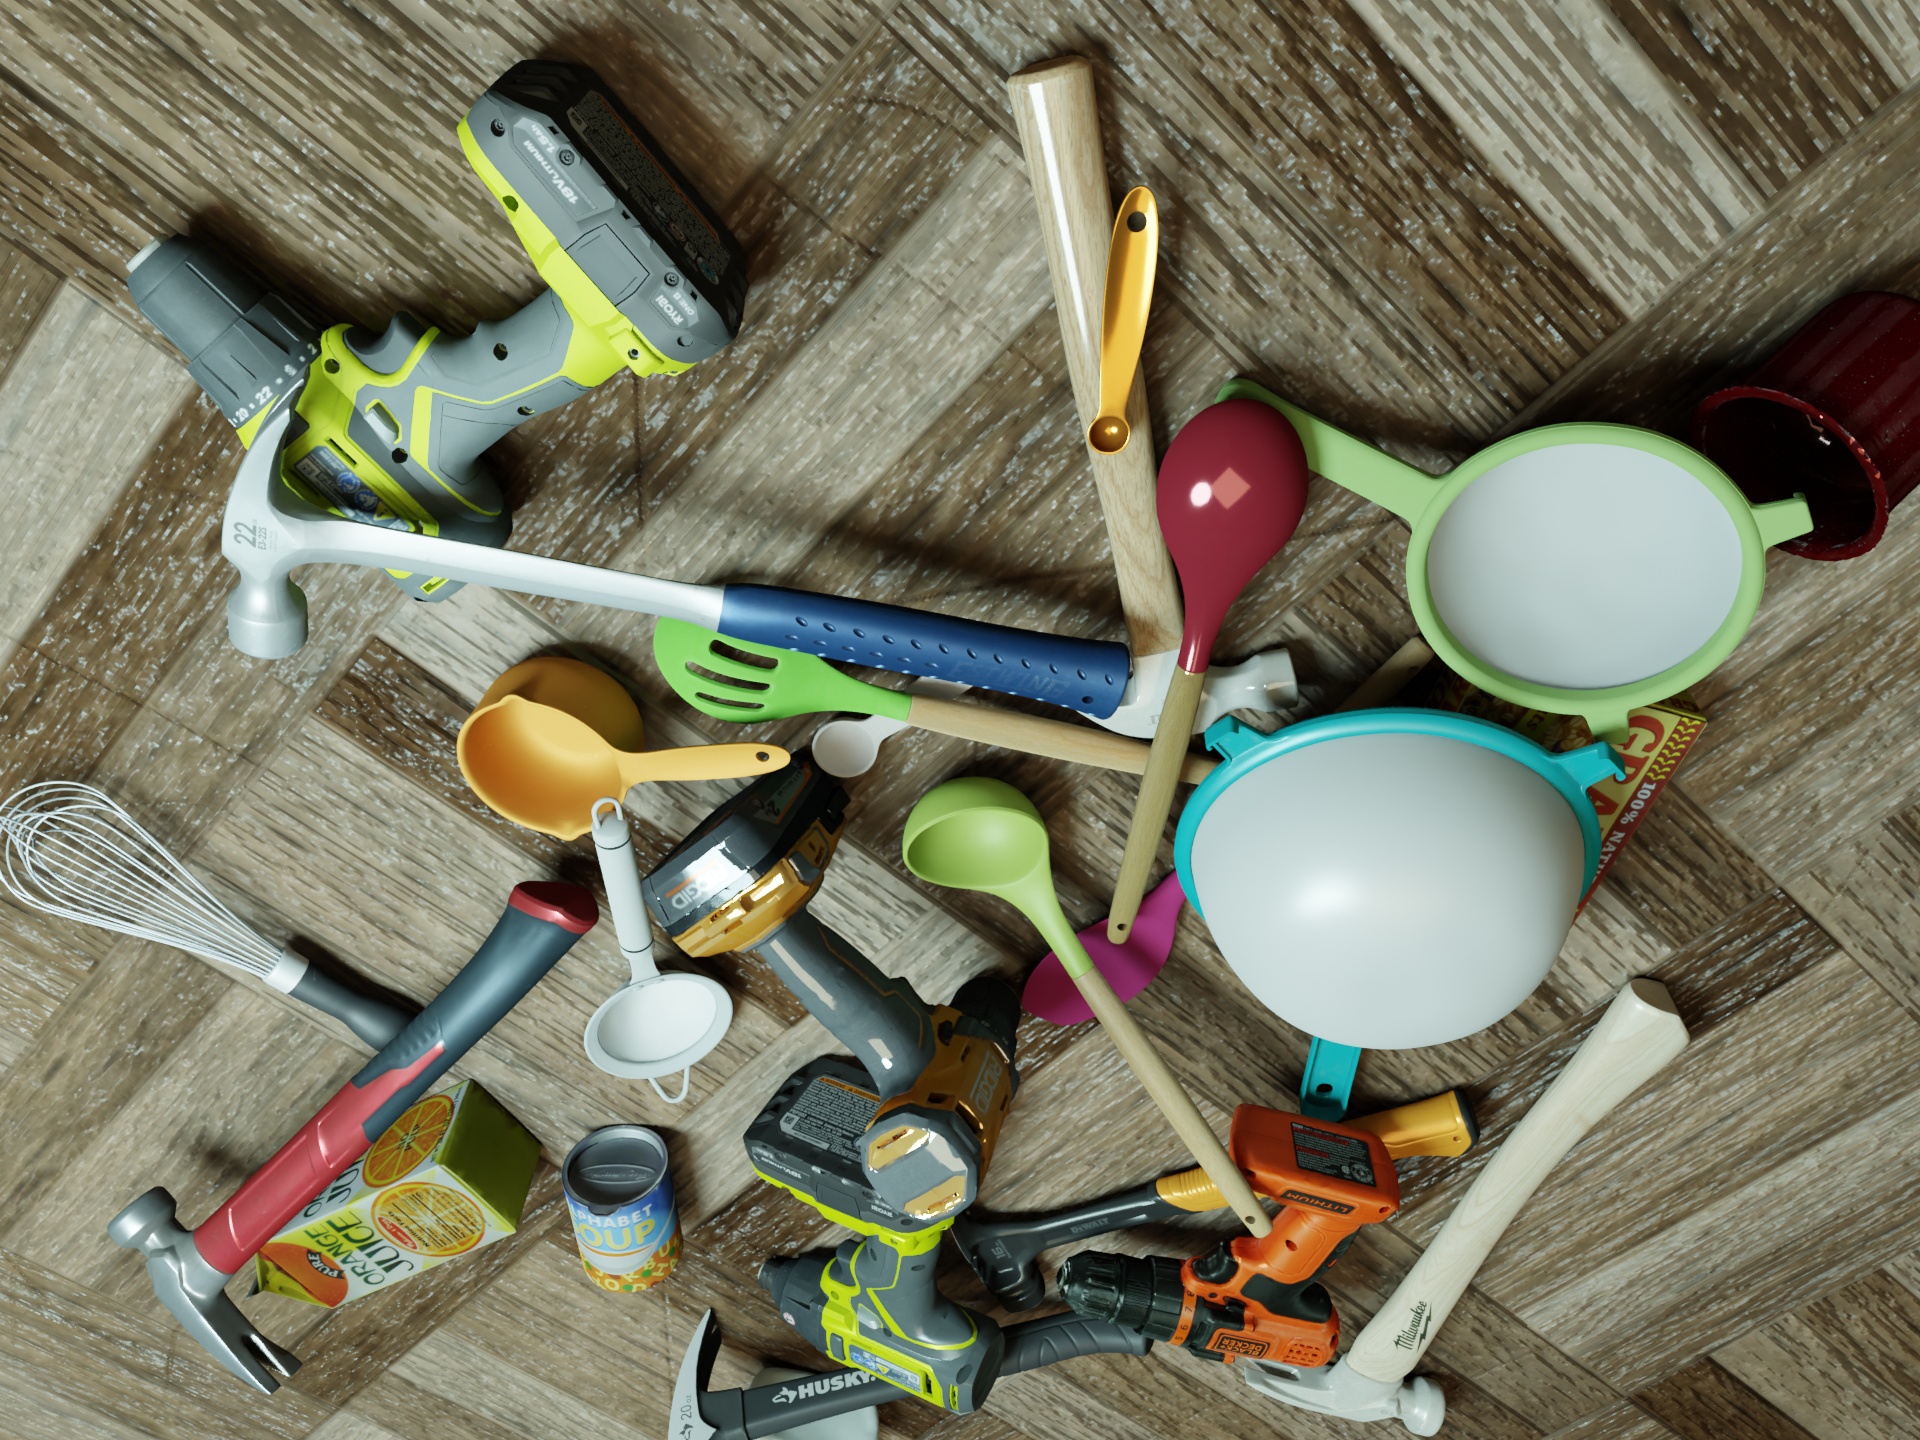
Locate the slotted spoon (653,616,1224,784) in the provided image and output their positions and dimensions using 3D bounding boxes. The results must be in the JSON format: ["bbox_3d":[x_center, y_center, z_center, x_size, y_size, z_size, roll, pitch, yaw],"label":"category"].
[{"bbox_3d":[-0.001,-0.003,0.810,0.313,0.031,0.070,12,124,-12],"label":"slotted spoon"}]

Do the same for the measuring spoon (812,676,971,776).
[{"bbox_3d":[-0.024,-0.012,0.829,0.124,0.018,0.034,-33,115,13],"label":"measuring spoon"}]

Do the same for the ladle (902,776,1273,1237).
[{"bbox_3d":[0.078,0.163,0.863,0.078,0.062,0.320,-30,100,28],"label":"ladle"}]

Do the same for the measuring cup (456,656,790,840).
[{"bbox_3d":[-0.165,0.008,0.809,0.173,0.052,0.095,-3,128,11],"label":"measuring cup"}]

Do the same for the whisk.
[{"bbox_3d":[-0.411,0.126,0.902,0.070,0.070,0.284,-39,118,23],"label":"whisk"}]

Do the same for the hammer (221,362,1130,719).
[{"bbox_3d":[-0.118,-0.057,0.719,0.405,0.035,0.144,10,133,-12],"label":"hammer"}]

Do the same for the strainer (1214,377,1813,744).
[{"bbox_3d":[0.240,-0.105,0.740,0.256,0.069,0.151,27,132,4],"label":"strainer"}]

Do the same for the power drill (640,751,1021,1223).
[{"bbox_3d":[-0.049,0.129,0.848,0.084,0.185,0.226,-35,97,21],"label":"power drill"}]

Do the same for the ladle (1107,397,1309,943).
[{"bbox_3d":[0.107,-0.007,0.781,0.069,0.031,0.315,7,126,-4],"label":"ladle"}]

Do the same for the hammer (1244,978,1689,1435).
[{"bbox_3d":[0.325,0.318,1.019,0.146,0.038,0.410,17,121,-8],"label":"hammer"}]

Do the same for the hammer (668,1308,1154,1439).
[{"bbox_3d":[-0.029,0.433,1.068,0.334,0.146,0.035,-13,123,-4],"label":"hammer"}]

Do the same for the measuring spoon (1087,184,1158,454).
[{"bbox_3d":[0.070,-0.172,0.688,0.021,0.011,0.116,4,119,-3],"label":"measuring spoon"}]

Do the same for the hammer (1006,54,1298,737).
[{"bbox_3d":[0.071,-0.132,0.736,0.130,0.031,0.331,-11,122,8],"label":"hammer"}]

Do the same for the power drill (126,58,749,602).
[{"bbox_3d":[-0.226,-0.175,0.689,0.228,0.080,0.190,-30,118,22],"label":"power drill"}]

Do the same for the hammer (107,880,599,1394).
[{"bbox_3d":[-0.331,0.234,0.913,0.386,0.038,0.143,-42,90,17],"label":"hammer"}]

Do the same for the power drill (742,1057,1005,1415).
[{"bbox_3d":[-0.062,0.325,0.993,0.171,0.080,0.223,15,128,24],"label":"power drill"}]

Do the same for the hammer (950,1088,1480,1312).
[{"bbox_3d":[0.157,0.289,1.005,0.337,0.034,0.127,-20,121,13],"label":"hammer"}]

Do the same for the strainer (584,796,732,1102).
[{"bbox_3d":[-0.176,0.125,0.876,0.087,0.050,0.258,-16,139,-15],"label":"strainer"}]

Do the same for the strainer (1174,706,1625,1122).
[{"bbox_3d":[0.212,0.144,0.831,0.211,0.095,0.340,4,134,6],"label":"strainer"}]

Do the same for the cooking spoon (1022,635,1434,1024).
[{"bbox_3d":[0.142,0.068,0.871,0.068,0.017,0.318,26,120,-26],"label":"cooking spoon"}]
